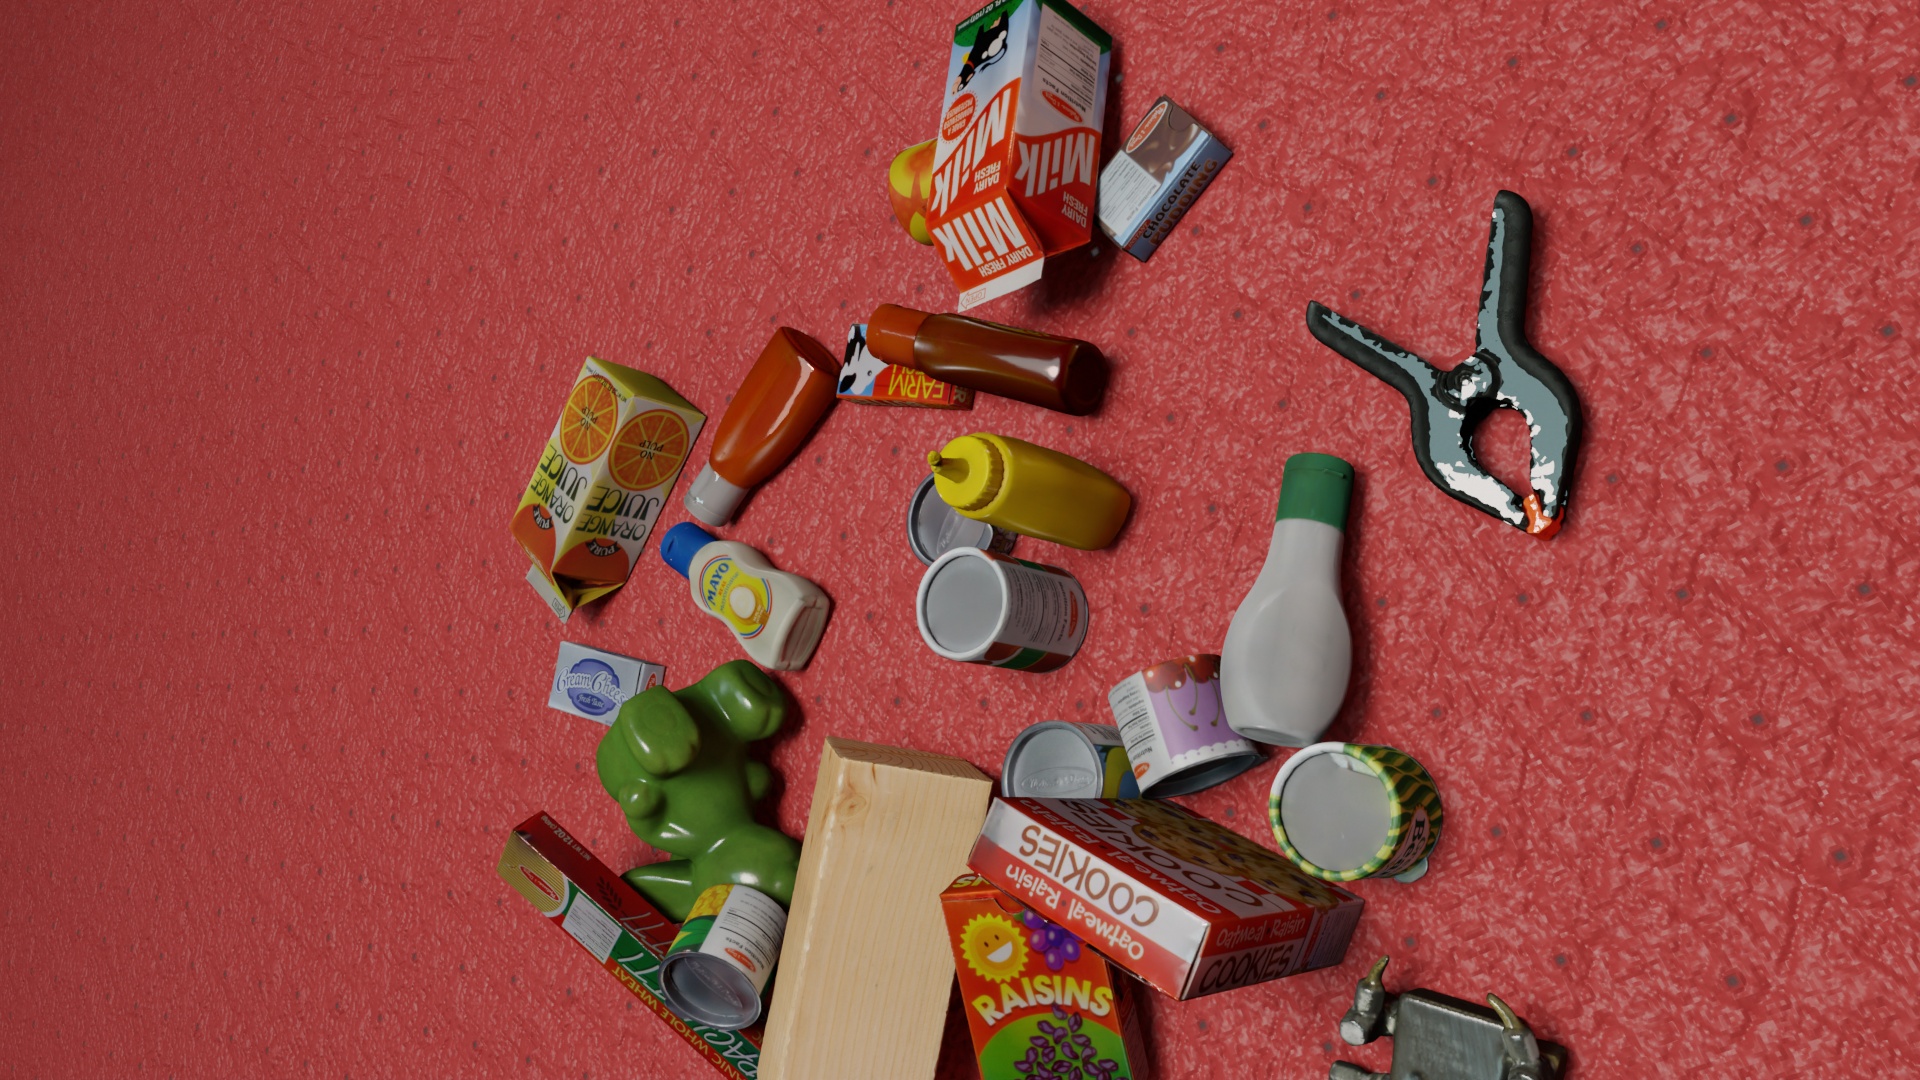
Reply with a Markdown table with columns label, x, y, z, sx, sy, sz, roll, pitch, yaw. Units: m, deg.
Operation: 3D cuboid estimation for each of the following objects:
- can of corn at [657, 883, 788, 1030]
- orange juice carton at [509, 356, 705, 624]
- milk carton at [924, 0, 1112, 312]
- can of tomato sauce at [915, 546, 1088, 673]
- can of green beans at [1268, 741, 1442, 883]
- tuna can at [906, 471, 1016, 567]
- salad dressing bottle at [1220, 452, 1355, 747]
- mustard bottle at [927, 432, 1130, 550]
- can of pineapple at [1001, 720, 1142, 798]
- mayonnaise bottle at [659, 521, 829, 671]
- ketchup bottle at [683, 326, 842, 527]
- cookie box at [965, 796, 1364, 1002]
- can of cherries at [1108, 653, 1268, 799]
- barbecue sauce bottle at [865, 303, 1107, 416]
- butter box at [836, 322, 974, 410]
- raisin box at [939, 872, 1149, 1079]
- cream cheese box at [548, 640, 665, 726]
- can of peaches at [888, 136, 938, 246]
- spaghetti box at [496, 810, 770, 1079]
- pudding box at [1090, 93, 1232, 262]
| label | x | y | z | sx | sy | sz | roll | pitch | yaw |
| --- | --- | --- | --- | --- | --- | --- | --- | --- | --- |
| can of corn | -0.144 | 0.255 | 0.851 | 0.071 | 0.058 | 0.070 | 8 | 123 | 13 |
| orange juice carton | -0.280 | -0.035 | 1.065 | 0.072 | 0.073 | 0.192 | 37 | 104 | 36 |
| milk carton | 0.034 | -0.230 | 0.834 | 0.072 | 0.073 | 0.191 | -15 | 61 | 46 |
| can of tomato sauce | 0.023 | 0.042 | 0.810 | 0.071 | 0.083 | 0.071 | -8 | 76 | 36 |
| can of green beans | 0.192 | 0.132 | 0.677 | 0.071 | 0.058 | 0.071 | -8 | 76 | 36 |
| tuna can | 0.003 | -0.011 | 0.868 | 0.071 | 0.033 | 0.071 | -8 | 76 | 37 |
| salad dressing bottle | 0.172 | 0.029 | 0.708 | 0.044 | 0.064 | 0.148 | 130 | 155 | -72 |
| mustard bottle | 0.030 | -0.030 | 0.770 | 0.065 | 0.160 | 0.048 | 33 | 103 | 38 |
| can of pineapple | 0.065 | 0.136 | 0.774 | 0.071 | 0.058 | 0.071 | -8 | 76 | 37 |
| mayonnaise bottle | -0.156 | 0.033 | 0.976 | 0.148 | 0.041 | 0.064 | 31 | 102 | 37 |
| ketchup bottle | -0.144 | -0.077 | 0.988 | 0.148 | 0.043 | 0.065 | -52 | 54 | 18 |
| cookie box | 0.102 | 0.167 | 0.670 | 0.123 | 0.167 | 0.040 | 23 | 96 | 38 |
| can of cherries | 0.120 | 0.098 | 0.738 | 0.071 | 0.071 | 0.058 | -32 | 62 | 29 |
| barbecue sauce bottle | 0.012 | -0.113 | 0.847 | 0.148 | 0.065 | 0.043 | 17 | 89 | 28 |
| butter box | -0.035 | -0.116 | 0.923 | 0.103 | 0.024 | 0.053 | 8 | 86 | 38 |
| raisin box | 0.045 | 0.239 | 0.744 | 0.086 | 0.040 | 0.123 | -11 | 93 | 20 |
| cream cheese box | -0.272 | 0.112 | 1.060 | 0.104 | 0.024 | 0.053 | 9 | 86 | 38 |
| can of peaches | -0.005 | -0.226 | 0.895 | 0.058 | 0.071 | 0.071 | -8 | 77 | 37 |
| spaghetti box | -0.195 | 0.273 | 0.894 | 0.250 | 0.029 | 0.050 | 38 | 126 | 9 |
| pudding box | 0.115 | -0.214 | 0.824 | 0.083 | 0.030 | 0.050 | -51 | 54 | 18 |
